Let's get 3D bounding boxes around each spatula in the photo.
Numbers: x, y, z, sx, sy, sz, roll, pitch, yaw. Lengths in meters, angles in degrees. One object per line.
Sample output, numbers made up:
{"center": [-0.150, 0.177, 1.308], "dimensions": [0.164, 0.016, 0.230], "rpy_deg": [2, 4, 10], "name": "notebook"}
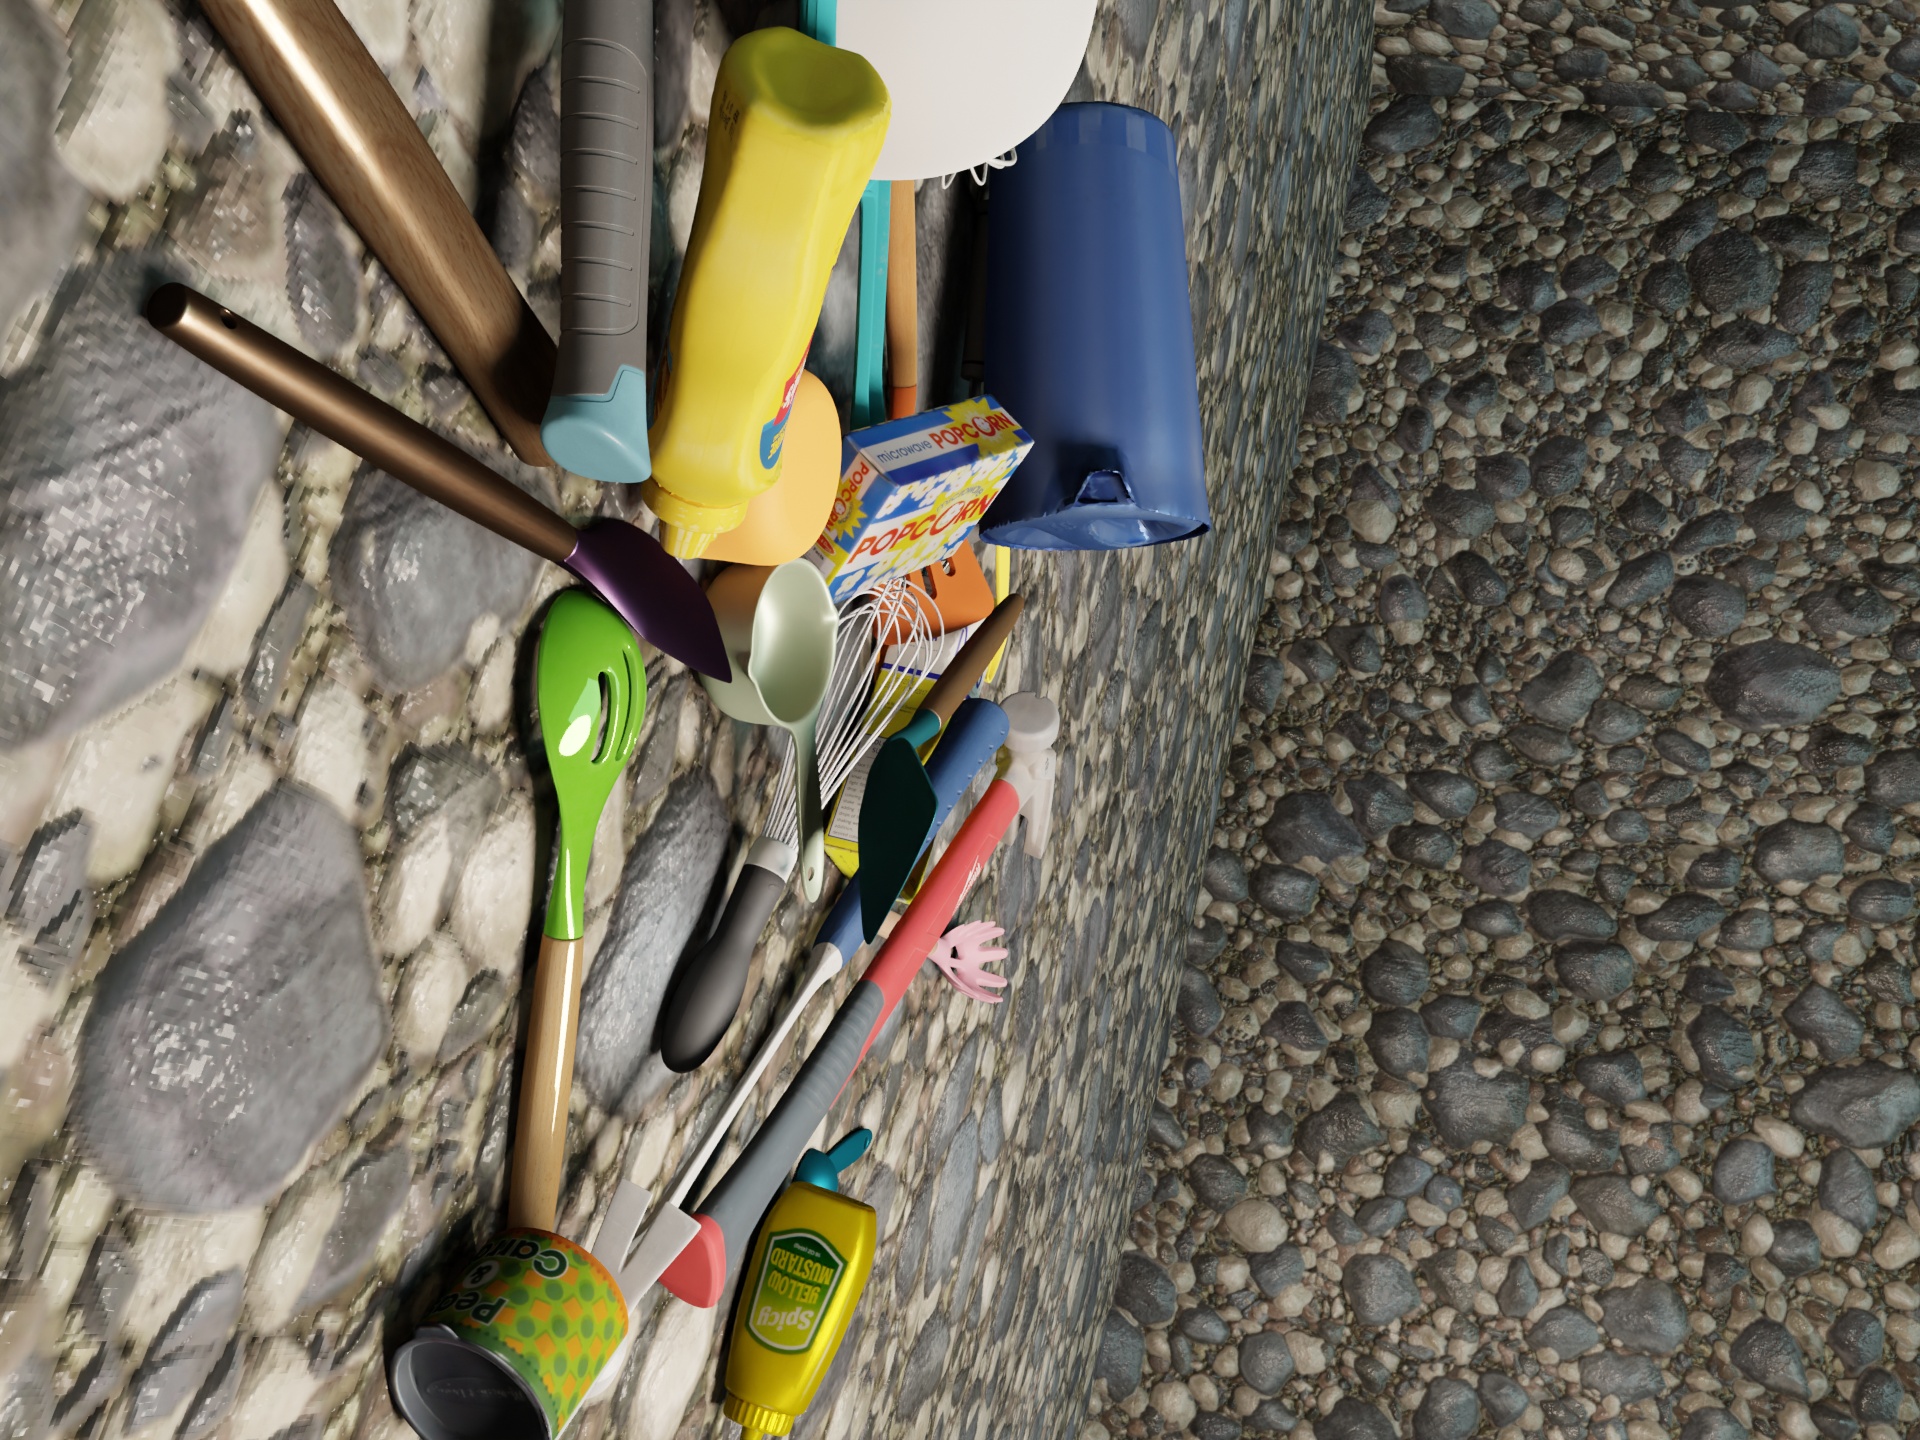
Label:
{"center": [-0.001, -0.003, 0.825], "dimensions": [0.082, 0.044, 0.318], "rpy_deg": [-64, 176, 29], "name": "spatula"}
{"center": [-0.148, -0.070, 0.532], "dimensions": [0.315, 0.018, 0.060], "rpy_deg": [35, 34, -70], "name": "spatula"}
{"center": [-0.026, -0.200, 0.837], "dimensions": [0.081, 0.041, 0.322], "rpy_deg": [-17, 120, -30], "name": "spatula"}

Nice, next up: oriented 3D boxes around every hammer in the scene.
{"center": [-0.044, 0.157, 0.890], "dimensions": [0.386, 0.038, 0.143], "rpy_deg": [-55, 159, -35], "name": "hammer"}
{"center": [-0.166, -0.172, 0.397], "dimensions": [0.331, 0.031, 0.130], "rpy_deg": [67, 37, -63], "name": "hammer"}
{"center": [-0.066, 0.119, 0.759], "dimensions": [0.406, 0.035, 0.144], "rpy_deg": [-57, 176, -44], "name": "hammer"}
{"center": [-0.108, -0.241, 0.489], "dimensions": [0.128, 0.033, 0.331], "rpy_deg": [-10, 102, -75], "name": "hammer"}

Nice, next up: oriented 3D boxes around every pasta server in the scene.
{"center": [-0.022, 0.148, 1.074], "dimensions": [0.316, 0.040, 0.060], "rpy_deg": [48, 42, -69], "name": "pasta server"}

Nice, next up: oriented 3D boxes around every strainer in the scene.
{"center": [0.004, -0.256, 0.661], "dimensions": [0.211, 0.095, 0.340], "rpy_deg": [-71, 171, -50], "name": "strainer"}
{"center": [0.010, -0.205, 0.969], "dimensions": [0.086, 0.050, 0.258], "rpy_deg": [2, 94, -61], "name": "strainer"}

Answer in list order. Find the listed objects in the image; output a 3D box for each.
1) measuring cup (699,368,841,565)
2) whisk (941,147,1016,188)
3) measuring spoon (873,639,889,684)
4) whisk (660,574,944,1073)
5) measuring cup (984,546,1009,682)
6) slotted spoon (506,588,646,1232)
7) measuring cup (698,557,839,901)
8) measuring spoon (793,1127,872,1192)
{"center": [-0.072, -0.143, 0.694], "dimensions": [0.095, 0.052, 0.174], "rpy_deg": [75, 31, -55], "name": "measuring cup"}
{"center": [0.013, -0.328, 0.846], "dimensions": [0.057, 0.059, 0.246], "rpy_deg": [-58, -172, 29], "name": "whisk"}
{"center": [-0.045, -0.075, 0.915], "dimensions": [0.021, 0.011, 0.116], "rpy_deg": [-52, 152, -64], "name": "measuring spoon"}
{"center": [-0.081, 0.041, 0.785], "dimensions": [0.070, 0.070, 0.285], "rpy_deg": [72, 36, -58], "name": "whisk"}
{"center": [0.015, -0.082, 1.036], "dimensions": [0.156, 0.029, 0.062], "rpy_deg": [90, 18, -58], "name": "measuring cup"}
{"center": [-0.155, 0.107, 0.615], "dimensions": [0.070, 0.031, 0.313], "rpy_deg": [-24, 124, -74], "name": "slotted spoon"}
{"center": [-0.087, 0.006, 0.732], "dimensions": [0.083, 0.038, 0.167], "rpy_deg": [-41, 132, -59], "name": "measuring cup"}
{"center": [-0.072, 0.282, 1.005], "dimensions": [0.128, 0.021, 0.042], "rpy_deg": [-4, 104, -72], "name": "measuring spoon"}
